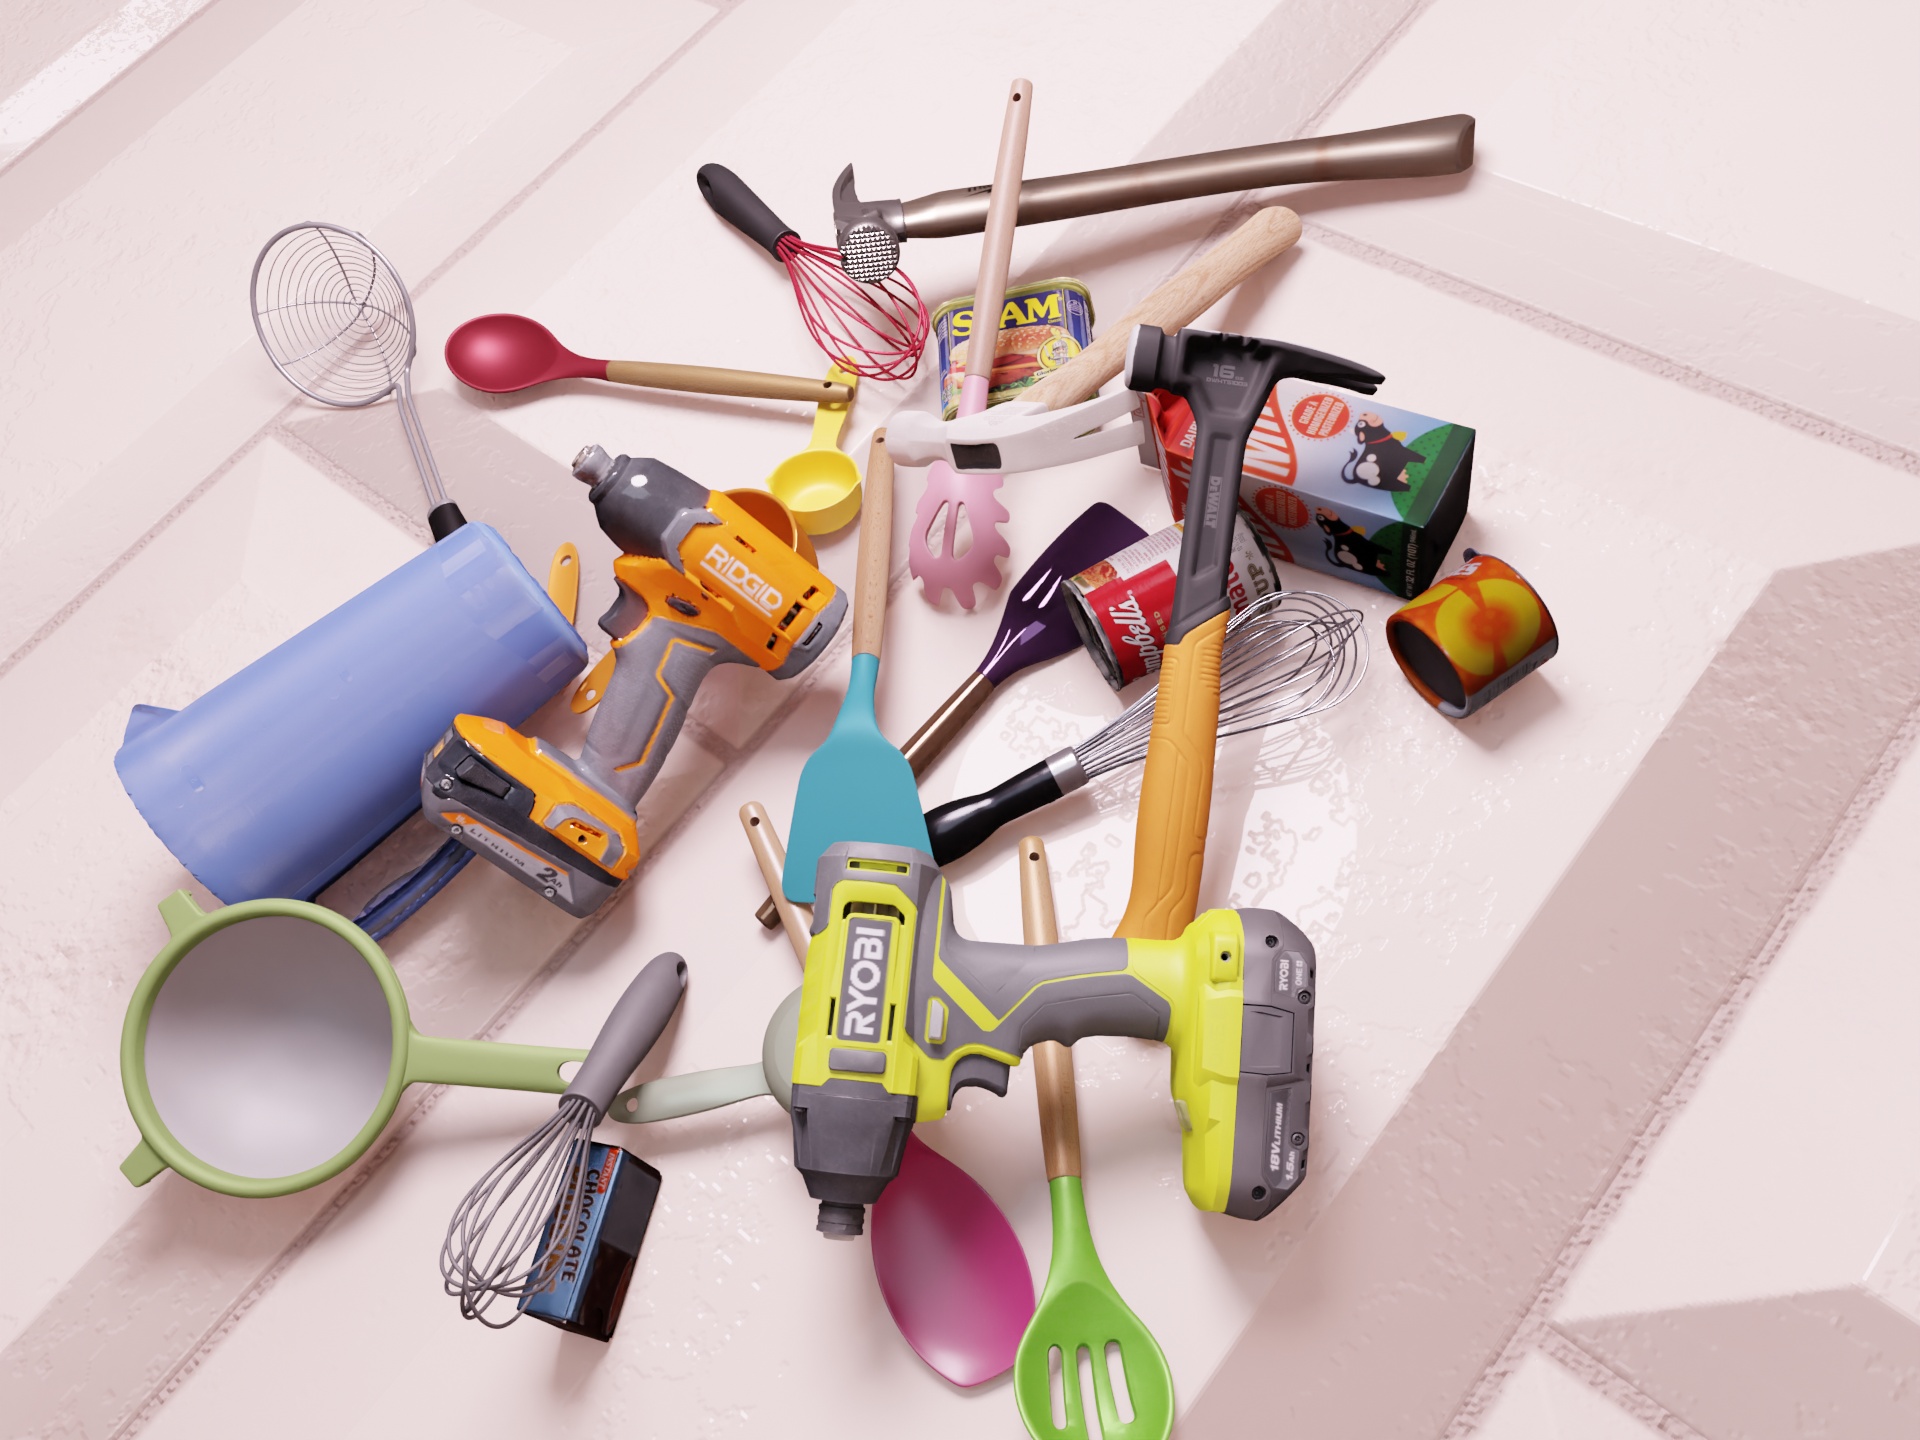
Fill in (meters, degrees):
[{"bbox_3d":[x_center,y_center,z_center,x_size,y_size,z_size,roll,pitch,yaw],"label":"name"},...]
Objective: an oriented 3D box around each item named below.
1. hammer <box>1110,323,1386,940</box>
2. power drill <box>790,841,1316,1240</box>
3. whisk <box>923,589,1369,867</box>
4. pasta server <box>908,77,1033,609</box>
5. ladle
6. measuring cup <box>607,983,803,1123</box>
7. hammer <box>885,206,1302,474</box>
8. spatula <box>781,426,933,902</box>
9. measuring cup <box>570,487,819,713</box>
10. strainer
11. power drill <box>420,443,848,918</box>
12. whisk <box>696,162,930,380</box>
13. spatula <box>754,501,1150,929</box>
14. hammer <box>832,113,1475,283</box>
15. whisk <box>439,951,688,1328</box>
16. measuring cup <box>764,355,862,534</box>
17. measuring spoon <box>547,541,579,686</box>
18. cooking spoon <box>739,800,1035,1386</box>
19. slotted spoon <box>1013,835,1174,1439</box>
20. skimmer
[{"bbox_3d":[0.122,-0.023,0.785,0.127,0.034,0.337,9,88,3],"label":"hammer"},{"bbox_3d":[0.038,0.151,0.713,0.223,0.080,0.171,6,77,0],"label":"power drill"},{"bbox_3d":[0.085,0.011,0.839,0.284,0.070,0.070,-28,57,3],"label":"whisk"},{"bbox_3d":[0.015,-0.224,0.938,0.060,0.040,0.316,7,83,11],"label":"pasta server"},{"bbox_3d":[-0.212,-0.234,1.068,0.315,0.031,0.069,11,64,22],"label":"ladle"},{"bbox_3d":[-0.102,0.171,0.775,0.167,0.038,0.083,-14,64,10],"label":"measuring cup"},{"bbox_3d":[0.107,-0.226,0.920,0.130,0.031,0.331,13,42,39],"label":"hammer"},{"bbox_3d":[-0.051,-0.046,0.897,0.082,0.044,0.318,-6,52,10],"label":"spatula"},{"bbox_3d":[-0.158,-0.059,0.949,0.173,0.052,0.095,-45,60,-2],"label":"measuring cup"},{"bbox_3d":[-0.302,0.174,0.840,0.256,0.069,0.151,4,83,1],"label":"strainer"},{"bbox_3d":[-0.189,-0.027,0.852,0.226,0.164,0.084,-52,22,-2],"label":"power drill"},{"bbox_3d":[-0.109,-0.313,1.080,0.073,0.073,0.296,-36,53,-8],"label":"whisk"},{"bbox_3d":[-0.001,-0.003,0.891,0.060,0.018,0.316,40,76,12],"label":"spatula"},{"bbox_3d":[0.122,-0.349,1.022,0.410,0.038,0.146,-8,35,-1],"label":"hammer"},{"bbox_3d":[-0.178,0.187,0.757,0.055,0.055,0.239,0,29,14],"label":"whisk"},{"bbox_3d":[-0.083,-0.177,1.017,0.062,0.029,0.157,1,49,10],"label":"measuring cup"},{"bbox_3d":[-0.249,-0.066,0.999,0.021,0.011,0.117,-15,54,11],"label":"measuring spoon"},{"bbox_3d":[-0.049,0.171,0.792,0.069,0.017,0.319,-28,62,1],"label":"cooking spoon"},{"bbox_3d":[0.049,0.194,0.758,0.070,0.031,0.314,-1,56,-7],"label":"slotted spoon"},{"bbox_3d":[-0.386,-0.186,1.057,0.127,0.090,0.364,-45,56,25],"label":"skimmer"}]
